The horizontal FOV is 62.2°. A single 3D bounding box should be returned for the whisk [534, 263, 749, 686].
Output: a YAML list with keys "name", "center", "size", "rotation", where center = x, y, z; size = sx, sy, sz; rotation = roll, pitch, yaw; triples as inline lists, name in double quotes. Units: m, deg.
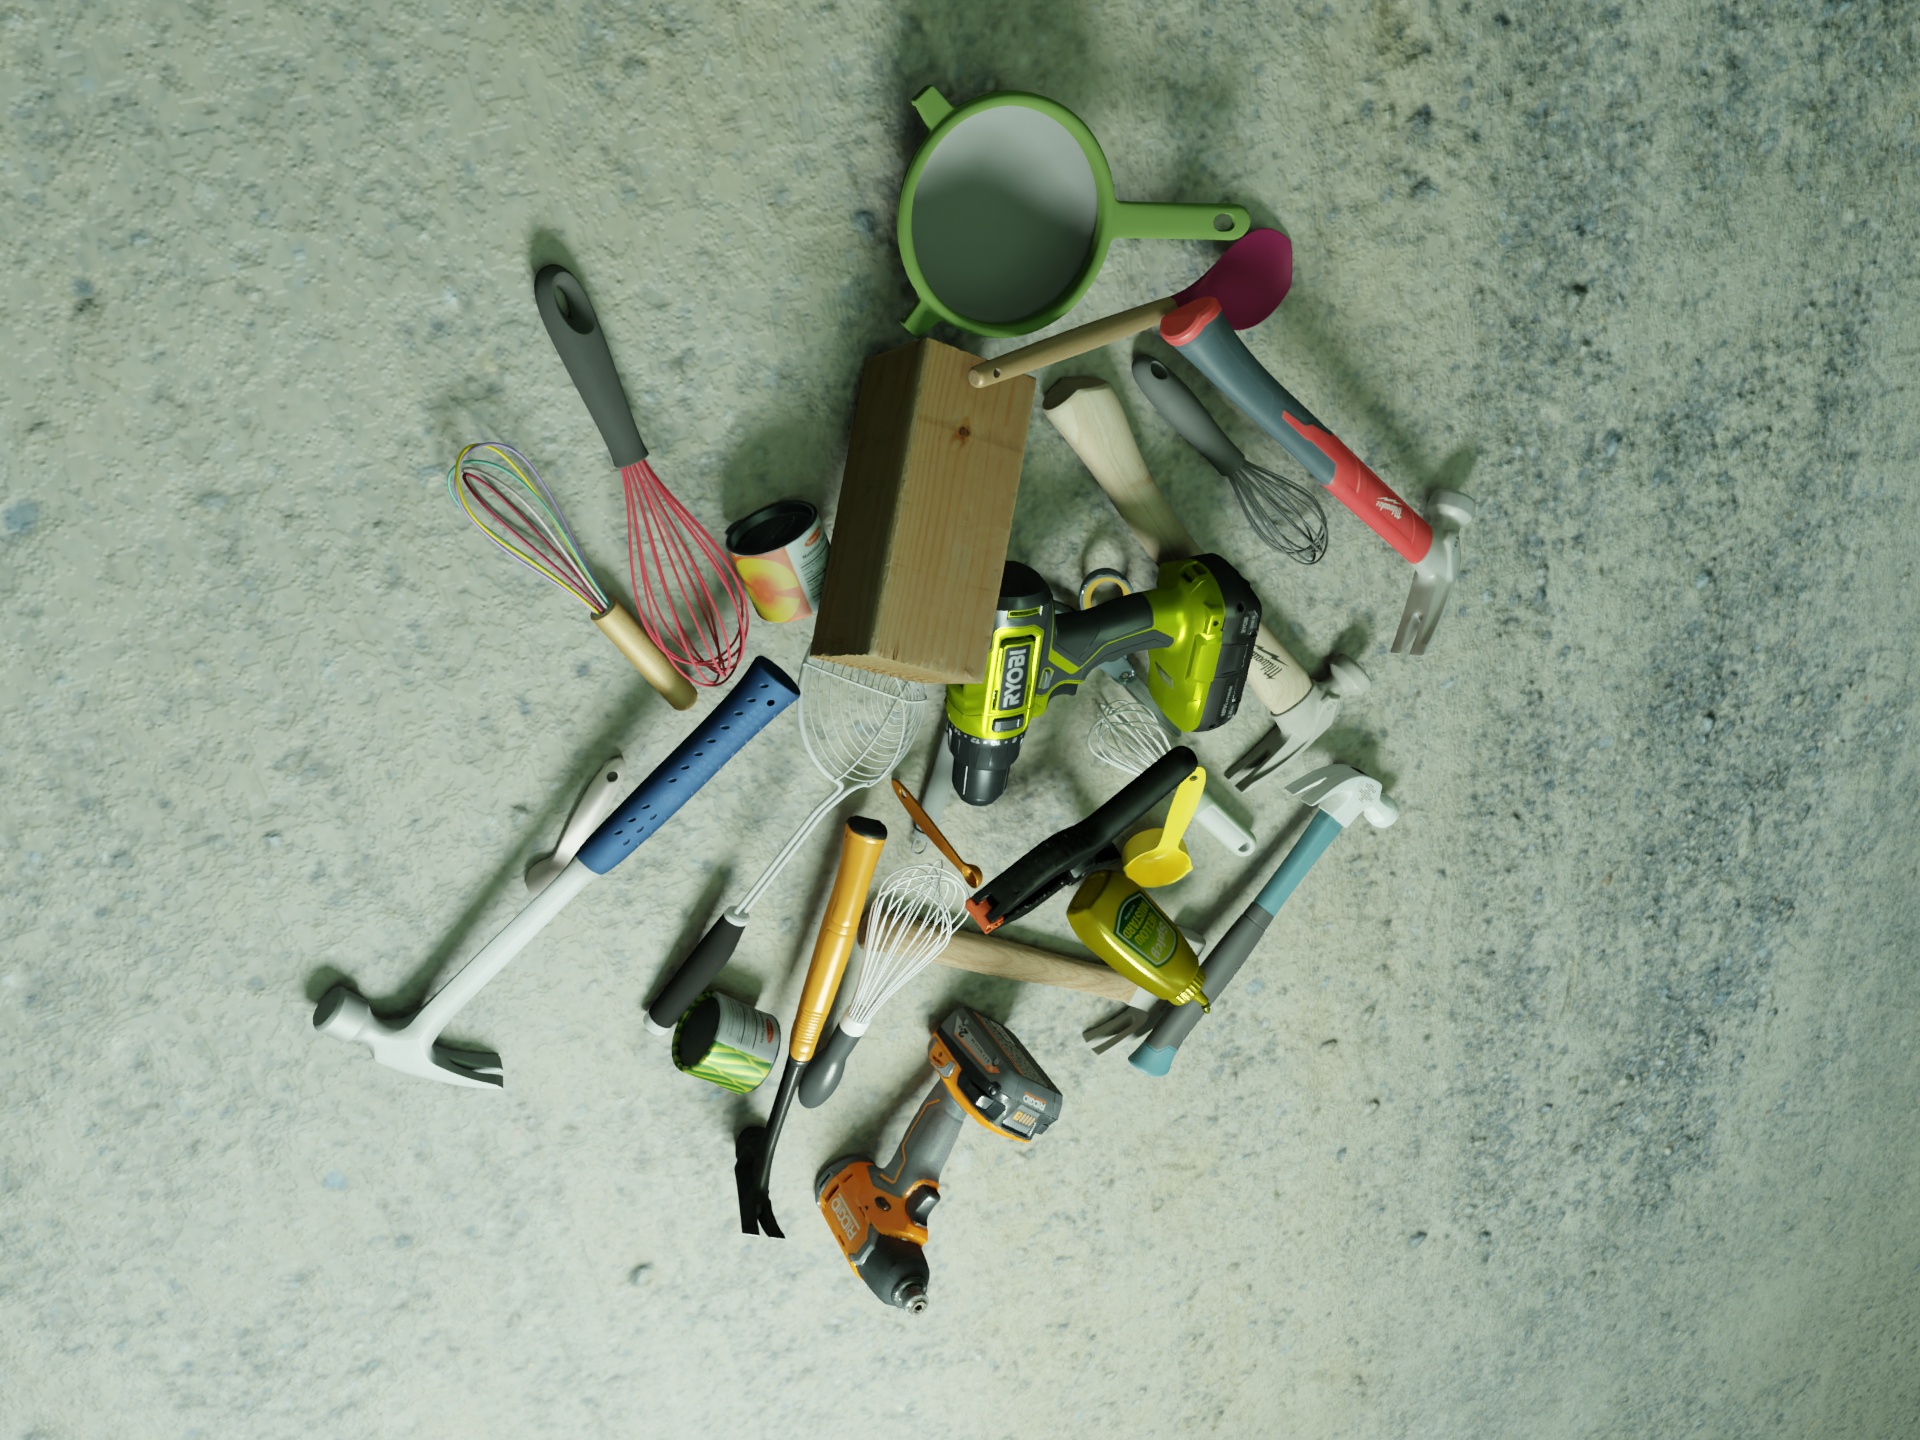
- name: "whisk"
  center: [-0.204, -0.150, 1.024]
  size: [0.073, 0.073, 0.295]
  rotation: [-26, 118, -12]

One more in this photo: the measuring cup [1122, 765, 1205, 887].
- name: "measuring cup"
  center: [0.173, 0.082, 1.315]
  size: [0.062, 0.029, 0.156]
  rotation: [1, 137, -12]

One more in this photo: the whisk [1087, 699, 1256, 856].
- name: "whisk"
  center: [0.183, 0.054, 1.327]
  size: [0.058, 0.059, 0.246]
  rotation: [-40, 131, 13]

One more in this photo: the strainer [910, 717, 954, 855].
- name: "strainer"
  center: [-0.002, -0.004, 1.210]
  size: [0.086, 0.050, 0.258]
  rotation: [-1, 121, -32]

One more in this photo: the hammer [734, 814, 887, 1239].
- name: "hammer"
  center: [-0.117, 0.233, 1.234]
  size: [0.034, 0.127, 0.336]
  rotation: [13, 106, -16]

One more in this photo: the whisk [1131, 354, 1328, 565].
- name: "whisk"
  center: [0.208, -0.198, 1.209]
  size: [0.238, 0.055, 0.055]
  rotation: [39, 95, -31]

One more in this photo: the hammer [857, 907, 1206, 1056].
- name: "hammer"
  center: [0.057, 0.210, 1.355]
  size: [0.331, 0.031, 0.130]
  rotation: [17, 106, -31]

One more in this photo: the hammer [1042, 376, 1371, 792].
- name: "hammer"
  center: [0.179, -0.105, 1.248]
  size: [0.146, 0.038, 0.410]
  rotation: [-43, 125, 2]

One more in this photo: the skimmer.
- name: "skimmer"
  center: [-0.147, 0.082, 1.187]
  size: [0.127, 0.090, 0.363]
  rotation: [12, 122, -52]

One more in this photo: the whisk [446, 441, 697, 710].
- name: "whisk"
  center: [-0.250, -0.085, 1.045]
  size: [0.051, 0.047, 0.244]
  rotation: [-28, 130, 11]

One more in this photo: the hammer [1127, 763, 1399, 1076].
- name: "hammer"
  center: [0.261, 0.178, 1.407]
  size: [0.331, 0.033, 0.128]
  rotation: [-53, 134, 0]

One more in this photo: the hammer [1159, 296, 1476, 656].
- name: "hammer"
  center: [0.269, -0.184, 1.193]
  size: [0.385, 0.038, 0.143]
  rotation: [29, 77, -40]

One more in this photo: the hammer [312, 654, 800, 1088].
- name: "hammer"
  center: [-0.263, 0.110, 1.115]
  size: [0.405, 0.035, 0.143]
  rotation: [-43, 127, 10]

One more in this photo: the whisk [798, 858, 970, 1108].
- name: "whisk"
  center: [-0.070, 0.216, 1.255]
  size: [0.070, 0.070, 0.284]
  rotation: [8, 128, -29]

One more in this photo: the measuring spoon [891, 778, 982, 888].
- name: "measuring spoon"
  center: [-0.017, 0.083, 1.205]
  size: [0.011, 0.117, 0.021]
  rotation: [-24, 145, -26]

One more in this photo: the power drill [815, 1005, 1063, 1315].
- name: "power drill"
  center: [-0.018, 0.371, 1.323]
  size: [0.084, 0.164, 0.226]
  rotation: [34, 96, -34]

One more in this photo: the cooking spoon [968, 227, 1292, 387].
- name: "cooking spoon"
  center: [0.126, -0.277, 1.090]
  size: [0.319, 0.017, 0.068]
  rotation: [-27, 125, -34]

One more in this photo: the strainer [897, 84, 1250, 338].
- name: "strainer"
  center: [0.068, -0.335, 1.052]
  size: [0.256, 0.069, 0.151]
  rotation: [-7, 115, -23]

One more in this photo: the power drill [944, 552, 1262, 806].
- name: "power drill"
  center: [0.095, -0.032, 1.170]
  size: [0.228, 0.080, 0.190]
  rotation: [-10, 128, -23]

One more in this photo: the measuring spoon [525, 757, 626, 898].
- name: "measuring spoon"
  center: [-0.271, 0.081, 1.135]
  size: [0.034, 0.018, 0.124]
  rotation: [25, 103, -33]
